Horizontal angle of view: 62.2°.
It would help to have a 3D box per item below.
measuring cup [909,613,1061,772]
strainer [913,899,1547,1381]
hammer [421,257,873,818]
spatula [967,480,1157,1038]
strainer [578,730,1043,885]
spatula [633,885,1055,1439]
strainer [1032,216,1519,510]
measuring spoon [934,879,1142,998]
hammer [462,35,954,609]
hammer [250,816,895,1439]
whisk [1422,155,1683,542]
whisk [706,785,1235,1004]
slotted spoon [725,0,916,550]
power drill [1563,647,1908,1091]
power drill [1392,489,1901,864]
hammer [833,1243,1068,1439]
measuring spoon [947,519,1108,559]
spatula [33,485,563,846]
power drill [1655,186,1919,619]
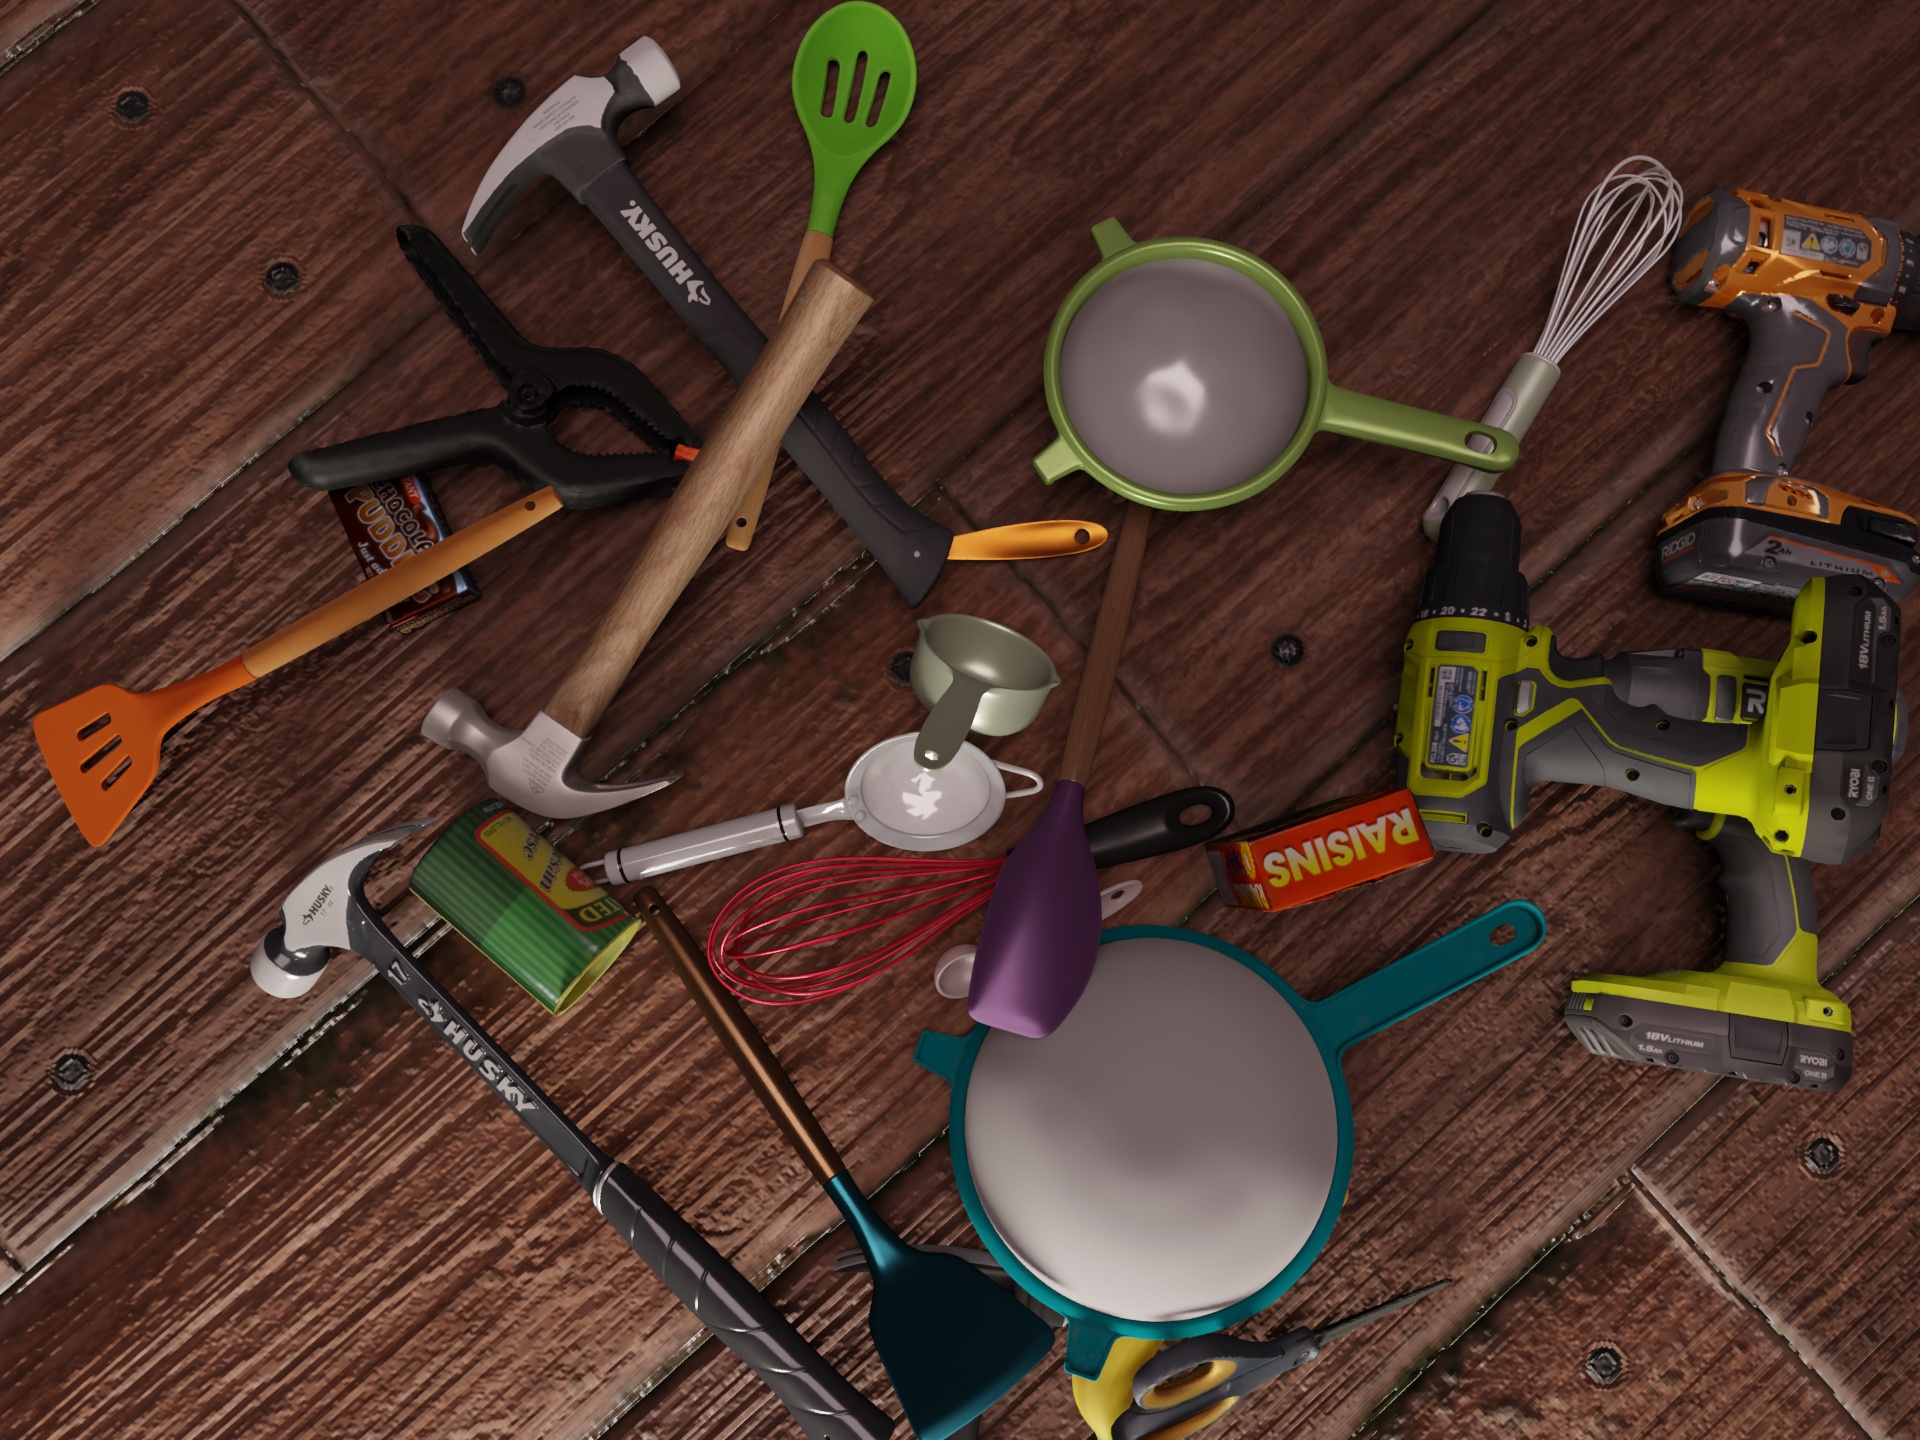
[{"bbox_3d":[-0.001,-0.003,0.811,0.083,0.168,0.038,23,120,3],"label":"measuring cup"},{"bbox_3d":[0.152,0.171,0.801,0.340,0.095,0.211,-27,72,-2],"label":"strainer"},{"bbox_3d":[-0.146,-0.090,0.835,0.130,0.031,0.331,35,101,-1],"label":"hammer"},{"bbox_3d":[0.066,0.011,0.835,0.060,0.018,0.316,15,69,-1],"label":"spatula"},{"bbox_3d":[-0.084,0.050,0.857,0.258,0.050,0.086,-15,129,3],"label":"strainer"},{"bbox_3d":[-0.078,0.212,0.821,0.082,0.044,0.318,-34,77,-17],"label":"spatula"},{"bbox_3d":[0.170,-0.168,0.868,0.256,0.069,0.151,14,82,0],"label":"strainer"},{"bbox_3d":[0.041,0.112,0.854,0.124,0.034,0.018,-26,44,-7],"label":"measuring spoon"},{"bbox_3d":[-0.122,-0.197,0.858,0.146,0.035,0.335,-39,90,-5],"label":"hammer"},{"bbox_3d":[-0.187,0.218,0.803,0.409,0.036,0.149,44,120,3],"label":"hammer"},{"bbox_3d":[0.327,-0.205,0.888,0.059,0.058,0.246,32,89,-29],"label":"whisk"},{"bbox_3d":[0.010,0.084,0.843,0.296,0.073,0.073,-15,85,-12],"label":"whisk"},{"bbox_3d":[-0.088,-0.247,0.892,0.070,0.031,0.314,14,87,-1],"label":"slotted spoon"},{"bbox_3d":[0.400,0.075,0.850,0.171,0.080,0.223,8,81,4],"label":"power drill"},{"bbox_3d":[0.339,-0.021,0.807,0.228,0.080,0.191,5,79,25],"label":"power drill"},{"bbox_3d":[-0.022,0.446,0.825,0.127,0.034,0.337,7,85,-1],"label":"hammer"},{"bbox_3d":[0.025,-0.098,0.890,0.117,0.011,0.021,-6,84,-5],"label":"measuring spoon"},{"bbox_3d":[-0.352,-0.041,0.846,0.322,0.041,0.081,-29,86,1],"label":"spatula"},{"bbox_3d":[0.482,-0.171,0.873,0.185,0.084,0.226,10,80,-2],"label":"power drill"}]
